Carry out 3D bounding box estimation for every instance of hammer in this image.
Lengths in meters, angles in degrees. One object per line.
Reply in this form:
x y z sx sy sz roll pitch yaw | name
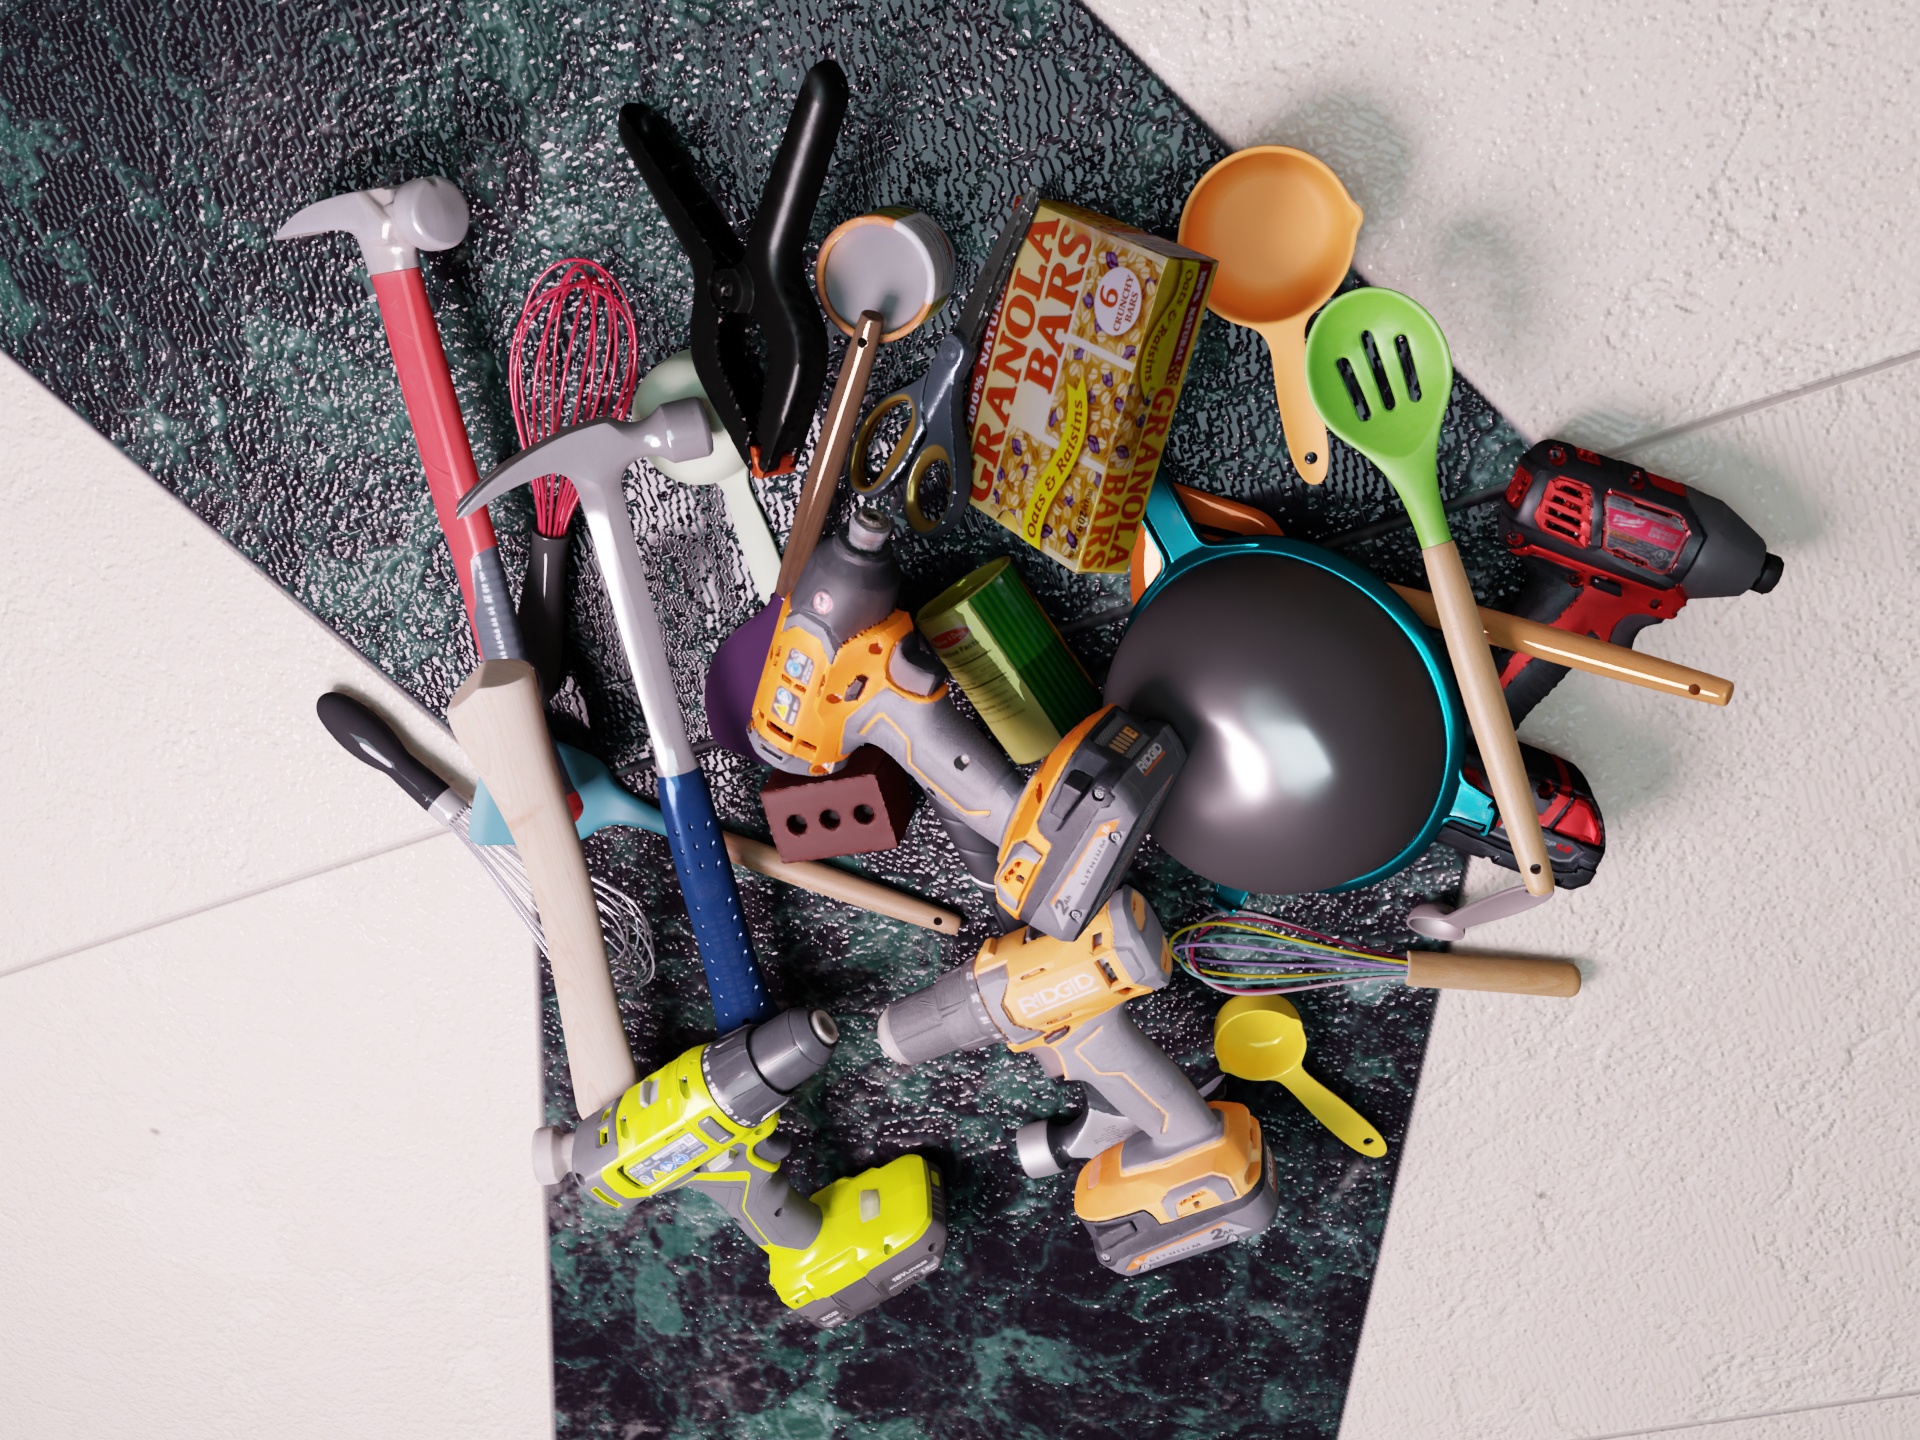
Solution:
-0.176 0.021 0.945 0.144 0.035 0.405 -15 115 -9 | hammer
-0.299 -0.111 0.936 0.143 0.038 0.386 5 115 38 | hammer
-0.227 0.138 0.977 0.146 0.038 0.410 -6 126 -4 | hammer
0.034 0.111 0.977 0.149 0.036 0.408 -19 113 16 | hammer

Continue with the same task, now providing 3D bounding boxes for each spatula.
-0.152 0.085 1.018 0.317 0.044 0.082 18 98 2 | spatula
-0.095 -0.095 0.916 0.060 0.018 0.315 25 128 2 | spatula
0.233 -0.058 0.834 0.323 0.041 0.081 22 119 36 | spatula

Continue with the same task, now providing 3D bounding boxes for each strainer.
0.122 -0.042 0.852 0.211 0.095 0.340 -27 94 44 | strainer

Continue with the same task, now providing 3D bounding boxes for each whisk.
-0.311 0.078 1.044 0.284 0.070 0.070 42 114 -2 | whisk
-0.240 -0.129 0.943 0.073 0.073 0.295 19 121 3 | whisk
0.249 0.147 0.965 0.245 0.051 0.047 4 107 7 | whisk

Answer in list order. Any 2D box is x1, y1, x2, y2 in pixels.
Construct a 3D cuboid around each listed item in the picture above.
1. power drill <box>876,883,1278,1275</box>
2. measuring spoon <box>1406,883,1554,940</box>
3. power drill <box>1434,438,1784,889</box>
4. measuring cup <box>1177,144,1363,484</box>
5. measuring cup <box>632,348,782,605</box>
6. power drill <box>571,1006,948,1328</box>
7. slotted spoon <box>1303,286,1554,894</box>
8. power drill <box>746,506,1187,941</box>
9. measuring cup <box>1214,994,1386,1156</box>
0.072 0.225 0.968 0.185 0.084 0.226 -25 106 18 | power drill
0.300 0.104 0.914 0.034 0.018 0.124 24 156 -10 | measuring spoon
0.333 -0.029 0.858 0.143 0.078 0.219 20 112 3 | power drill
0.168 -0.211 0.828 0.095 0.052 0.173 -11 111 15 | measuring cup
-0.137 -0.132 0.927 0.083 0.038 0.167 -15 106 17 | measuring cup
-0.110 0.288 1.036 0.190 0.080 0.228 -34 121 16 | power drill
0.244 -0.063 0.794 0.070 0.031 0.314 -17 92 20 | slotted spoon
-0.001 -0.003 0.837 0.226 0.084 0.164 32 129 13 | power drill
0.221 0.227 1.018 0.062 0.029 0.156 -38 112 23 | measuring cup
